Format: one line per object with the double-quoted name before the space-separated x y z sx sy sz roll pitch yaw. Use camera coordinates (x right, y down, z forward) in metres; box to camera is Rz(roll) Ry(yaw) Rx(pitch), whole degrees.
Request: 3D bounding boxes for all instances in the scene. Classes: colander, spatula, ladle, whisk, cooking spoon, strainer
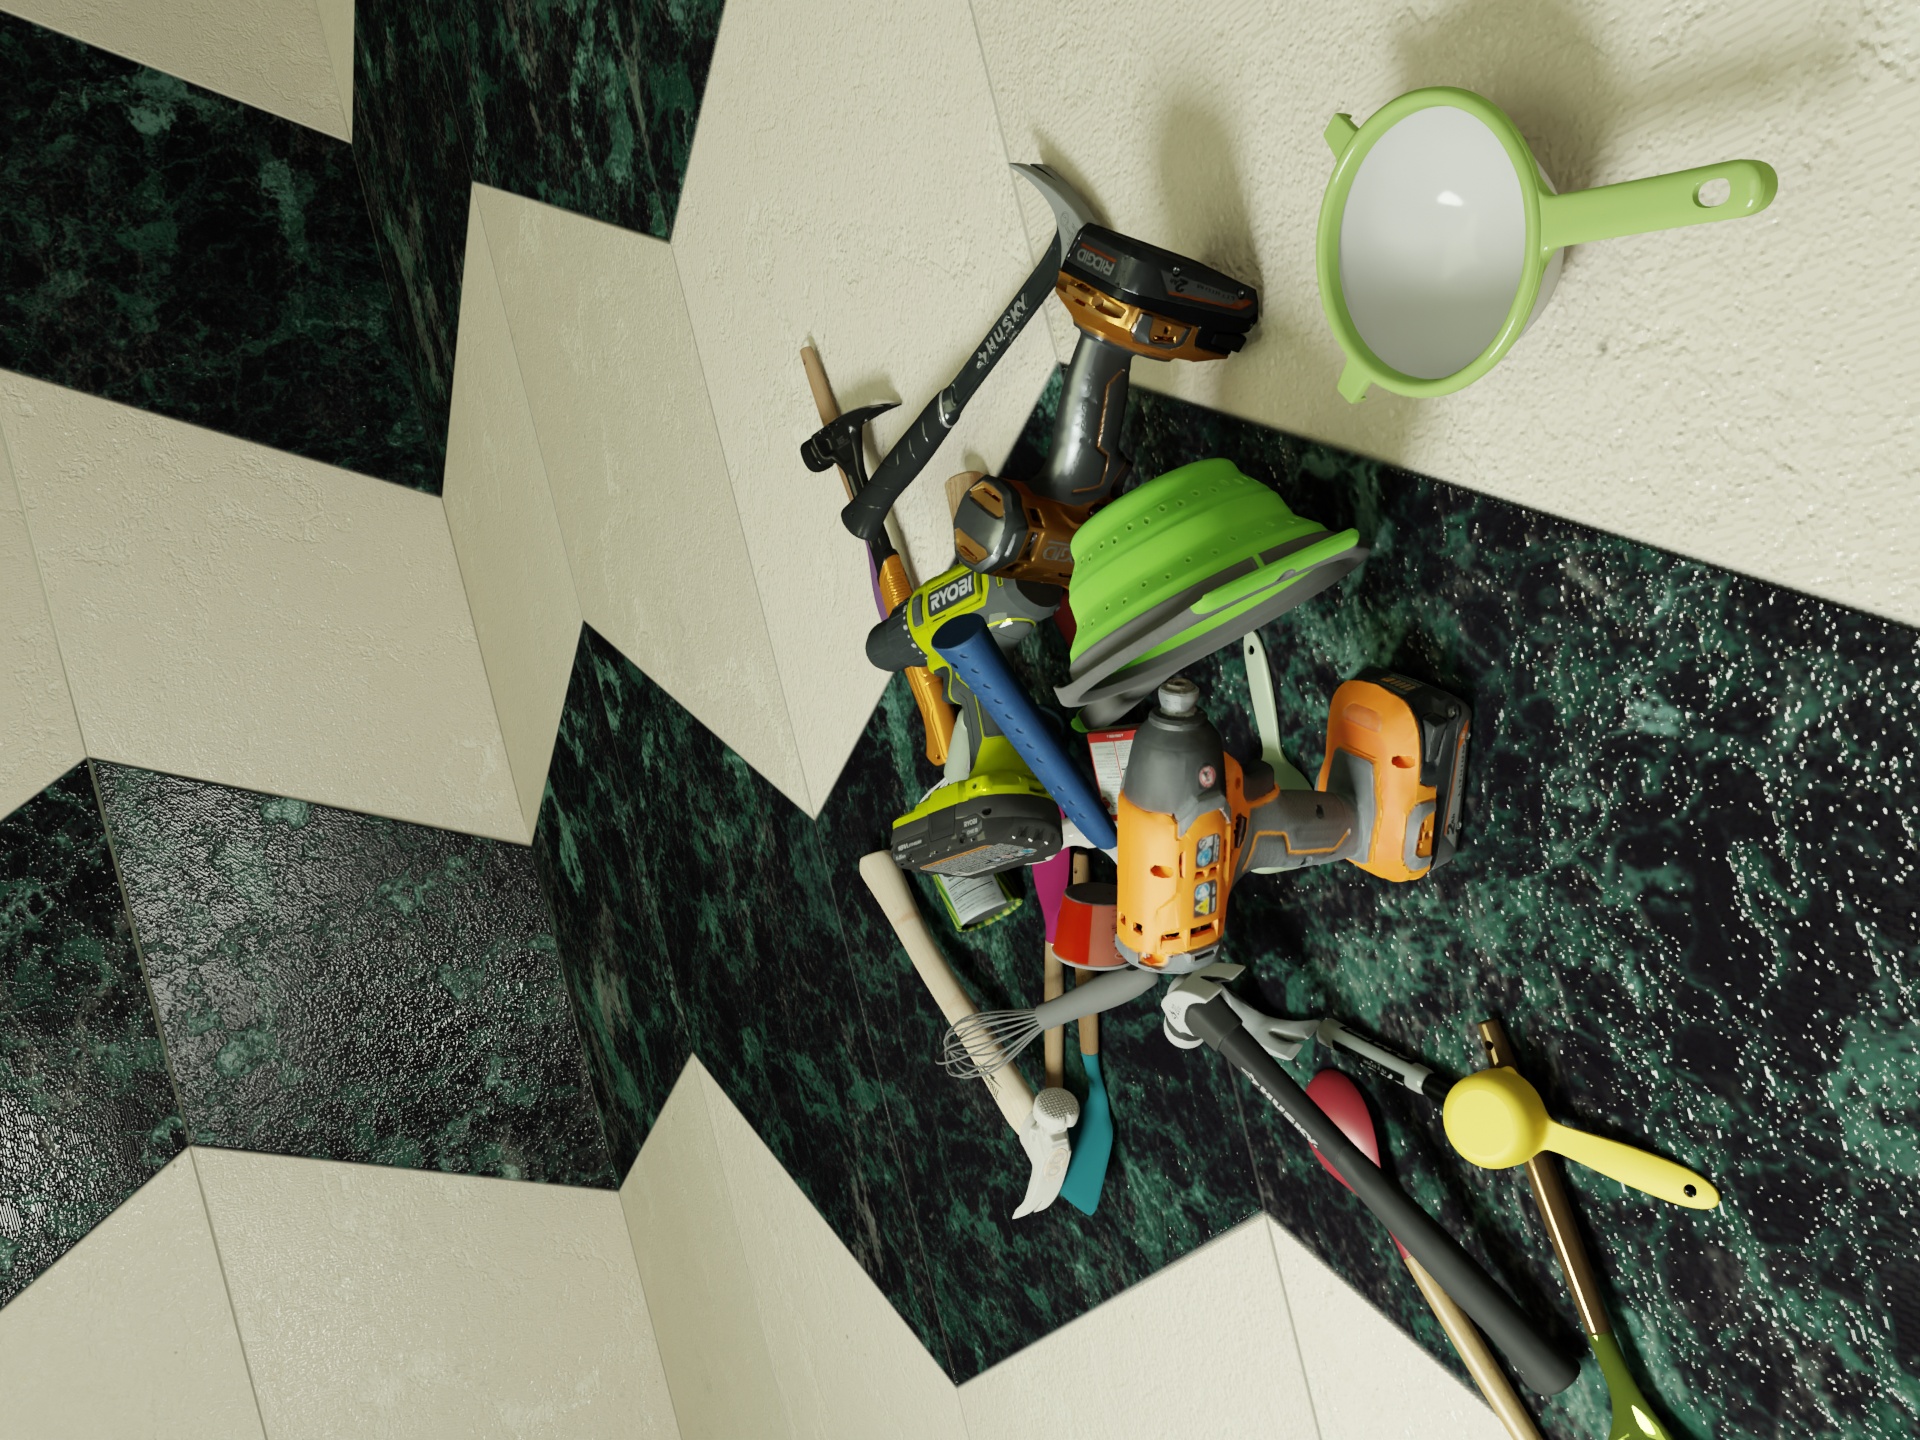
"colander" 0.118 -0.075 1.034 0.094 0.204 0.397 64 165 7
"spatula" -0.098 -0.208 1.509 0.060 0.018 0.316 -29 79 56
"ladle" 0.357 0.333 0.927 0.078 0.062 0.320 -28 75 47
"whisk" 0.069 0.247 1.324 0.239 0.055 0.055 -30 75 34
"ladle" 0.314 0.377 1.052 0.316 0.031 0.069 60 146 23
"cooking spoon" 0.082 0.213 1.388 0.069 0.017 0.318 -140 44 -58
"spatula" 0.101 0.262 1.352 0.082 0.044 0.317 26 124 58
"strainer" 0.285 -0.239 0.773 0.256 0.069 0.151 12 111 58
"whisk" -0.002 0.050 1.389 0.059 0.058 0.246 26 153 6

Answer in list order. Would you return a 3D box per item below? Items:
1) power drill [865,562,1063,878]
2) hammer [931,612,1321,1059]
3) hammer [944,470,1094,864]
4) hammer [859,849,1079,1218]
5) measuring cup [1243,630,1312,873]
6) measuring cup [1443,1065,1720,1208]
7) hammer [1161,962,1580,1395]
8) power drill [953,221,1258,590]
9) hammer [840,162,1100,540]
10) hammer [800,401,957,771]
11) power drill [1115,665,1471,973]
"power drill" -0.002 -0.004 1.183 0.190 0.080 0.229 -23 62 45
"hammer" 0.109 0.088 1.070 0.144 0.035 0.405 16 148 56
"hammer" 0.025 -0.046 1.269 0.031 0.130 0.331 48 -149 -68
"hammer" -0.007 0.273 1.509 0.411 0.038 0.146 54 143 45
"measuring cup" 0.198 0.023 1.077 0.083 0.038 0.167 -1 100 60
"measuring cup" 0.346 0.243 0.901 0.157 0.029 0.062 14 97 45
"hammer" 0.257 0.288 1.018 0.335 0.035 0.146 46 163 21
"power drill" 0.110 -0.189 1.039 0.084 0.185 0.226 44 119 44
"hammer" -0.004 -0.265 1.264 0.409 0.036 0.149 -43 63 51
"hammer" -0.053 -0.118 1.446 0.127 0.034 0.337 -20 88 50
"power drill" 0.186 0.038 0.909 0.084 0.226 0.164 29 128 52
